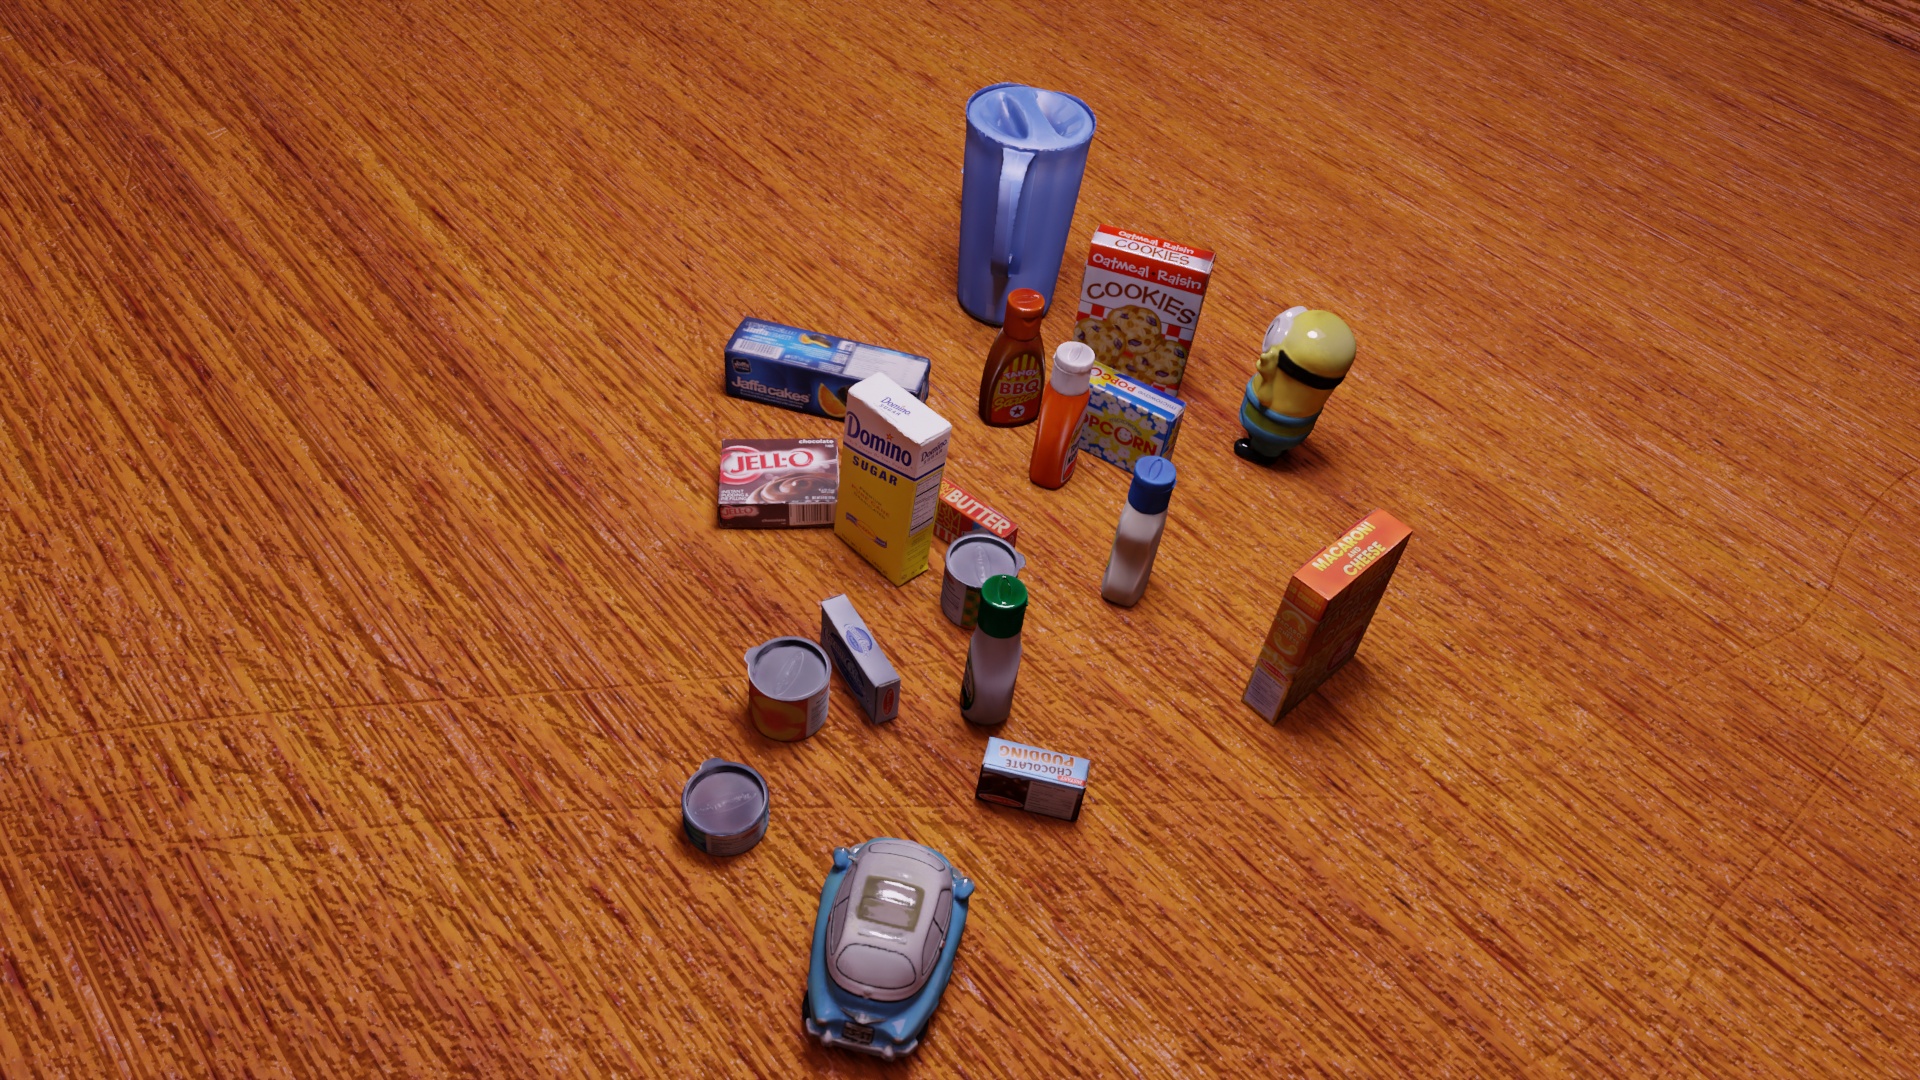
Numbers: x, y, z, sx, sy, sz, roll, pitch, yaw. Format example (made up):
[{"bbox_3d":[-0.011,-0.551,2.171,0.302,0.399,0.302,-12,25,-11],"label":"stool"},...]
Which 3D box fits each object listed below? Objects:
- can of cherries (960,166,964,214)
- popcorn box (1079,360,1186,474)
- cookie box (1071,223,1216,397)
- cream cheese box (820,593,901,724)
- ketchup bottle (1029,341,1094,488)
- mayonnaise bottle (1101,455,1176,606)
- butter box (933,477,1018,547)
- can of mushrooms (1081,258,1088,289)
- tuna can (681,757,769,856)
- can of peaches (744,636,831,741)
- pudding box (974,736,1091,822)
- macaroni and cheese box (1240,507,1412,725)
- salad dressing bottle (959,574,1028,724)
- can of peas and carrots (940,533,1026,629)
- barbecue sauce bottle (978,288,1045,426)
[{"bbox_3d":[0.033,-0.416,1.672,0.071,0.058,0.072,4,46,-4],"label":"can of cherries"},{"bbox_3d":[0.155,-0.122,1.385,0.127,0.084,0.038,28,49,18],"label":"popcorn box"},{"bbox_3d":[0.185,-0.237,1.443,0.123,0.166,0.040,17,46,8],"label":"cookie box"},{"bbox_3d":[-0.085,0.099,1.161,0.024,0.053,0.104,-19,52,-24],"label":"cream cheese box"},{"bbox_3d":[0.098,-0.122,1.333,0.043,0.148,0.065,19,47,11],"label":"ketchup bottle"},{"bbox_3d":[0.159,-0.010,1.234,0.041,0.147,0.065,19,47,11],"label":"mayonnaise bottle"},{"bbox_3d":[0.005,-0.016,1.285,0.103,0.052,0.024,34,51,23],"label":"butter box"},{"bbox_3d":[0.172,-0.298,1.594,0.071,0.033,0.071,4,46,-4],"label":"can of mushrooms"},{"bbox_3d":[-0.180,0.203,1.061,0.071,0.032,0.071,4,46,-4],"label":"tuna can"},{"bbox_3d":[-0.141,0.120,1.130,0.071,0.057,0.071,4,46,-4],"label":"can of peaches"},{"bbox_3d":[0.057,0.189,1.096,0.084,0.049,0.030,12,46,4],"label":"pudding box"},{"bbox_3d":[0.306,0.065,1.168,0.124,0.165,0.040,-32,58,-32],"label":"macaroni and cheese box"},{"bbox_3d":[0.028,0.088,1.121,0.044,0.146,0.064,4,46,-3],"label":"salad dressing bottle"},{"bbox_3d":[0.019,0.037,1.231,0.071,0.058,0.071,4,46,-4],"label":"can of peas and carrots"},{"bbox_3d":[0.056,-0.182,1.385,0.065,0.147,0.044,-8,48,-15],"label":"barbecue sauce bottle"}]
